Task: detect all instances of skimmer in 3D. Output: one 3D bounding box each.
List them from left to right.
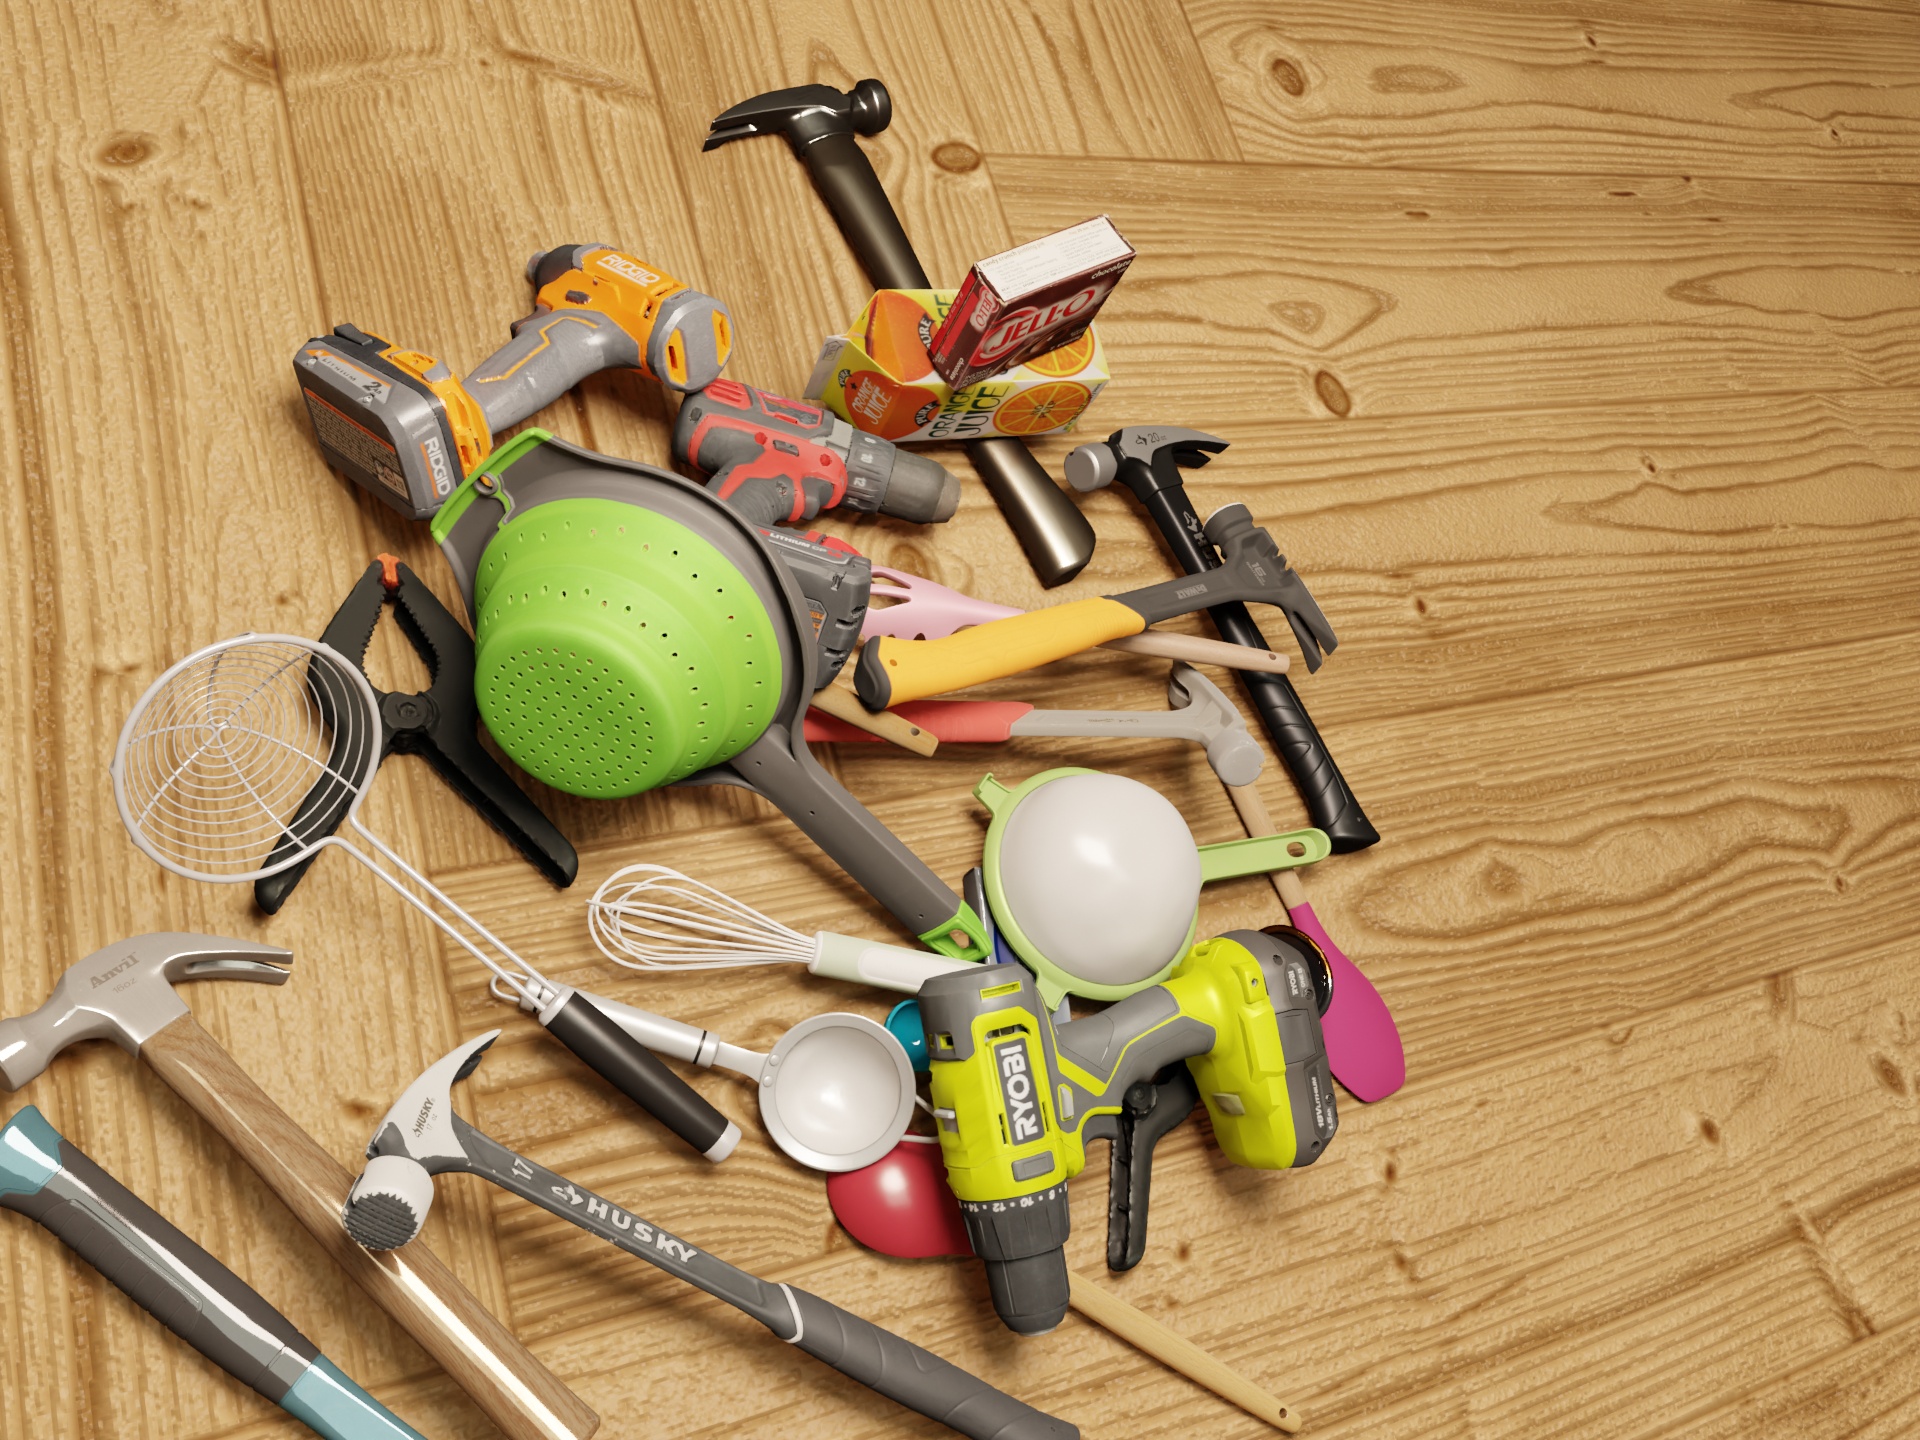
[{"bbox_3d":[-0.245,0.105,0.787,0.363,0.090,0.127,43,73,-11],"label":"skimmer"}]

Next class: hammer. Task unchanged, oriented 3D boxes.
[{"bbox_3d":[-0.320,0.299,0.740,0.331,0.033,0.128,40,59,-2],"label":"hammer"},{"bbox_3d":[-0.297,0.227,0.754,0.331,0.031,0.130,42,44,5],"label":"hammer"},{"bbox_3d":[-0.106,0.290,0.808,0.408,0.036,0.149,33,16,-15],"label":"hammer"},{"bbox_3d":[-0.031,-0.272,1.117,0.146,0.038,0.411,-23,78,-28],"label":"hammer"},{"bbox_3d":[-0.002,-0.003,0.987,0.359,0.036,0.149,1,22,-13],"label":"hammer"},{"bbox_3d":[0.085,-0.054,0.984,0.337,0.034,0.127,-16,65,-32],"label":"hammer"},{"bbox_3d":[0.201,-0.058,1.112,0.146,0.035,0.335,-22,81,-42],"label":"hammer"}]

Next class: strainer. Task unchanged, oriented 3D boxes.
[{"bbox_3d":[-0.131,0.181,0.870,0.258,0.050,0.087,20,87,-8],"label":"strainer"},{"bbox_3d":[0.140,0.085,0.987,0.256,0.069,0.152,-6,69,-27],"label":"strainer"}]

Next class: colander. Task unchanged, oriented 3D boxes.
[{"bbox_3d":[-0.130,0.028,0.857,0.396,0.204,0.095,45,35,-18],"label":"colander"}]

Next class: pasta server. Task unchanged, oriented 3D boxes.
[{"bbox_3d":[0.064,-0.057,1.038,0.316,0.040,0.060,8,64,-13],"label":"pasta server"}]

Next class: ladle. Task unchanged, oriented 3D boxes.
[{"bbox_3d":[0.065,0.324,0.899,0.315,0.031,0.069,33,60,-9],"label":"ladle"}]

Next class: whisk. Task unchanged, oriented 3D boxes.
[{"bbox_3d":[-0.089,0.129,0.896,0.246,0.059,0.058,14,80,-15],"label":"whisk"}]

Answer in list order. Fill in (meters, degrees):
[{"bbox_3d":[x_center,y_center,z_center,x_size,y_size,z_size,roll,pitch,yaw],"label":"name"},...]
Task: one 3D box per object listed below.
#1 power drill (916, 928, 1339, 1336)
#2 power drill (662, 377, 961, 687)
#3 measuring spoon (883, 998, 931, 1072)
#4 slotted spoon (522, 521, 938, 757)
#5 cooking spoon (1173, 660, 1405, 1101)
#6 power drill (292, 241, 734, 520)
[{"bbox_3d":[0.093,0.217,0.882,0.228,0.080,0.190,-8,85,-28],"label":"power drill"},{"bbox_3d":[-0.090,-0.120,0.960,0.187,0.080,0.227,16,35,-12],"label":"power drill"},{"bbox_3d":[0.002,0.214,0.930,0.128,0.021,0.042,44,55,-10],"label":"measuring spoon"},{"bbox_3d":[-0.154,-0.053,0.926,0.314,0.031,0.070,26,54,5],"label":"slotted spoon"},{"bbox_3d":[0.215,0.101,1.066,0.068,0.017,0.319,-17,76,-30],"label":"cooking spoon"},{"bbox_3d":[-0.271,-0.218,0.950,0.164,0.084,0.226,32,52,31],"label":"power drill"}]
